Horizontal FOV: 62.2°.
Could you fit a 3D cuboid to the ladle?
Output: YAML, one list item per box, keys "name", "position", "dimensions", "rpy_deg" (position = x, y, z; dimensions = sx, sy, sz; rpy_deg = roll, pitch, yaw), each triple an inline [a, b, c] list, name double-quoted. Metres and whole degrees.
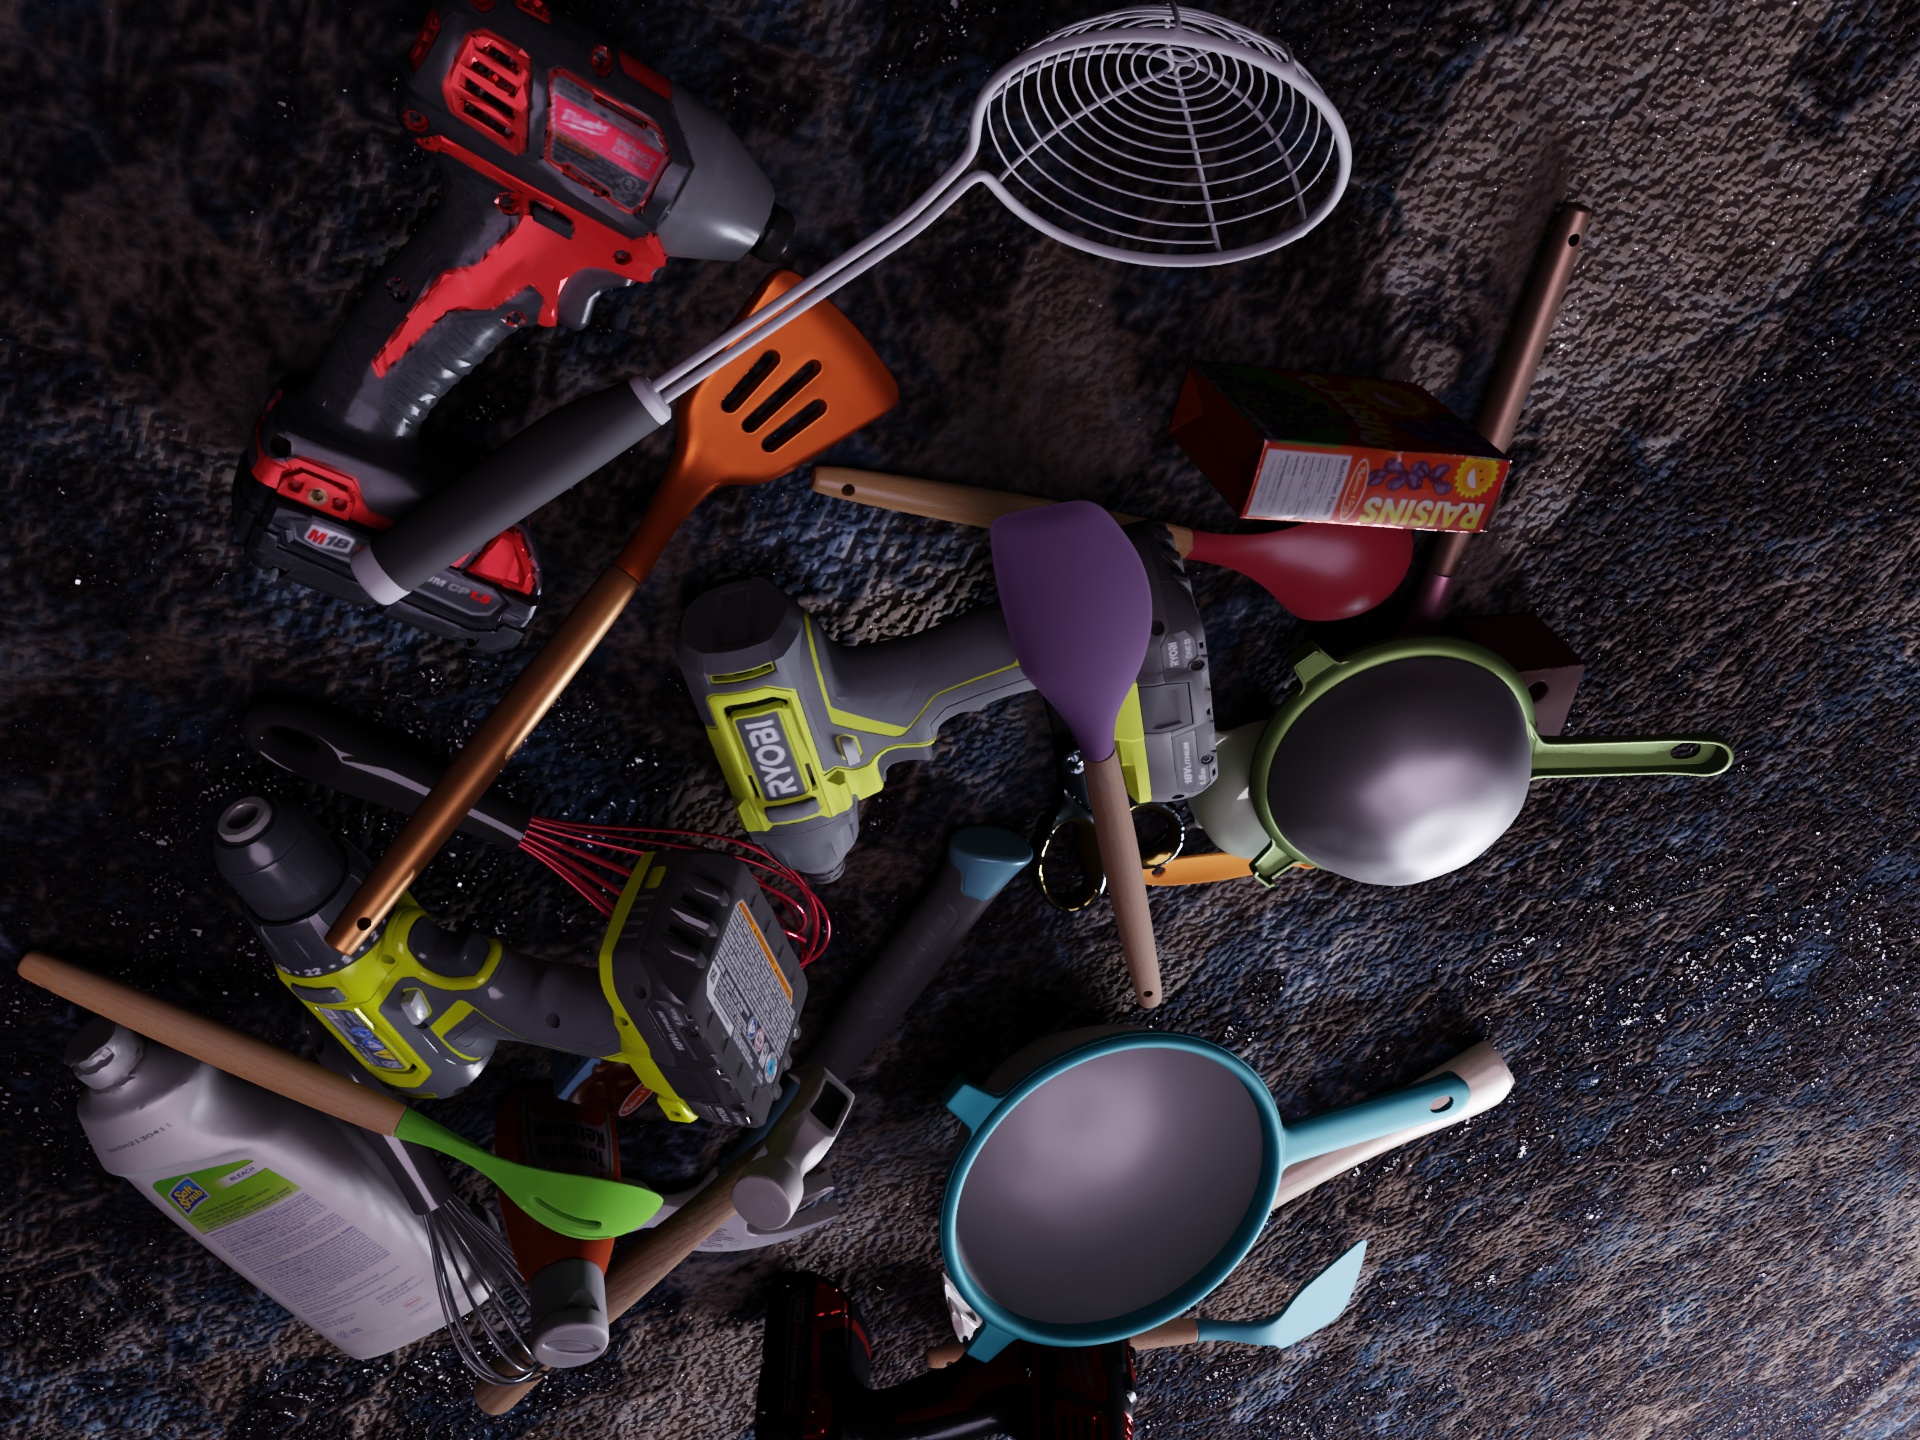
- name: "ladle"
  position: [0.082, -0.088, 0.742]
  dimensions: [0.315, 0.031, 0.069]
  rpy_deg: [6, 123, -21]

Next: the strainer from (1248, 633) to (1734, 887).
- name: "strainer"
  position: [0.278, 0.035, 0.802]
  dimensions: [0.256, 0.069, 0.151]
  rpy_deg: [-1, 125, -6]

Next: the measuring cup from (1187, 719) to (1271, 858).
- name: "measuring cup"
  position: [0.133, 0.022, 0.831]
  dimensions: [0.167, 0.038, 0.083]
  rpy_deg: [32, 111, -37]

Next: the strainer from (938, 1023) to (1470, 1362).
- name: "strainer"
  position: [0.138, 0.245, 0.962]
  dimensions: [0.340, 0.095, 0.211]
  rpy_deg: [-11, 113, -16]

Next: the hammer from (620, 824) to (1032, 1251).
- name: "hammer"
  position: [-0.068, 0.185, 0.889]
  dimensions: [0.128, 0.033, 0.331]
  rpy_deg: [22, 116, -30]

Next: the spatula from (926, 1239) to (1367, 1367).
- name: "spatula"
  position: [0.132, 0.411, 1.086]
  dimensions: [0.317, 0.044, 0.082]
  rpy_deg: [-2, 124, -11]

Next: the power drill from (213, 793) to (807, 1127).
- name: "power drill"
  position: [-0.199, 0.104, 0.699]
  dimensions: [0.228, 0.080, 0.190]
  rpy_deg: [1, 139, 18]

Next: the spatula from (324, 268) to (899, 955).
- name: "spatula"
  position: [-0.147, -0.039, 0.642]
  dimensions: [0.080, 0.041, 0.322]
  rpy_deg: [43, 77, -37]

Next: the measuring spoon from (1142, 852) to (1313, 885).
- name: "measuring spoon"
  position: [0.153, 0.079, 0.903]
  dimensions: [0.117, 0.011, 0.021]
  rpy_deg: [-5, 128, -11]

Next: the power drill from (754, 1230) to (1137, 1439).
- name: "power drill"
  position: [-0.004, 0.385, 0.995]
  dimensions: [0.226, 0.188, 0.080]
  rpy_deg: [-6, 136, 9]

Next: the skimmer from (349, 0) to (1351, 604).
- name: "skimmer"
  position: [-0.044, -0.123, 0.547]
  dimensions: [0.363, 0.090, 0.127]
  rpy_deg: [-32, 158, 3]

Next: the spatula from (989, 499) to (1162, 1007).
- name: "spatula"
  position: [0.067, 0.031, 0.710]
  dimensions: [0.060, 0.018, 0.315]
  rpy_deg: [-9, 133, 7]

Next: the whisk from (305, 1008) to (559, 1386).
- name: "whisk"
  position: [-0.270, 0.243, 0.812]
  dimensions: [0.055, 0.055, 0.239]
  rpy_deg: [-24, 103, 0]

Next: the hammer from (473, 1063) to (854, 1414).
- name: "hammer"
  position: [-0.167, 0.290, 0.859]
  dimensions: [0.031, 0.130, 0.331]
  rpy_deg: [44, 118, -3]

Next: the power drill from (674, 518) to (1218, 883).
- name: "power drill"
  position: [-0.001, -0.002, 0.736]
  dimensions: [0.223, 0.080, 0.171]
  rpy_deg: [-12, 133, 2]

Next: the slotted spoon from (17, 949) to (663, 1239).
- name: "slotted spoon"
  position: [-0.289, 0.180, 0.751]
  dimensions: [0.313, 0.031, 0.070]
  rpy_deg: [27, 146, -10]

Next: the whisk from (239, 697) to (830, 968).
- name: "whisk"
  position: [-0.188, 0.058, 0.742]
  dimensions: [0.295, 0.073, 0.073]
  rpy_deg: [27, 113, -26]

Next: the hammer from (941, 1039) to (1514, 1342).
- name: "hammer"
  position: [0.184, 0.327, 1.081]
  dimensions: [0.410, 0.038, 0.146]
  rpy_deg: [-32, 128, 5]

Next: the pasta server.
- name: "pasta server"
  position: [0.250, -0.095, 0.786]
  dimensions: [0.060, 0.040, 0.316]
  rpy_deg: [1, 124, -16]

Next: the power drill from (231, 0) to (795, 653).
- name: "power drill"
  position: [-0.165, -0.142, 0.588]
  dimensions: [0.143, 0.079, 0.219]
  rpy_deg: [22, 113, -31]
